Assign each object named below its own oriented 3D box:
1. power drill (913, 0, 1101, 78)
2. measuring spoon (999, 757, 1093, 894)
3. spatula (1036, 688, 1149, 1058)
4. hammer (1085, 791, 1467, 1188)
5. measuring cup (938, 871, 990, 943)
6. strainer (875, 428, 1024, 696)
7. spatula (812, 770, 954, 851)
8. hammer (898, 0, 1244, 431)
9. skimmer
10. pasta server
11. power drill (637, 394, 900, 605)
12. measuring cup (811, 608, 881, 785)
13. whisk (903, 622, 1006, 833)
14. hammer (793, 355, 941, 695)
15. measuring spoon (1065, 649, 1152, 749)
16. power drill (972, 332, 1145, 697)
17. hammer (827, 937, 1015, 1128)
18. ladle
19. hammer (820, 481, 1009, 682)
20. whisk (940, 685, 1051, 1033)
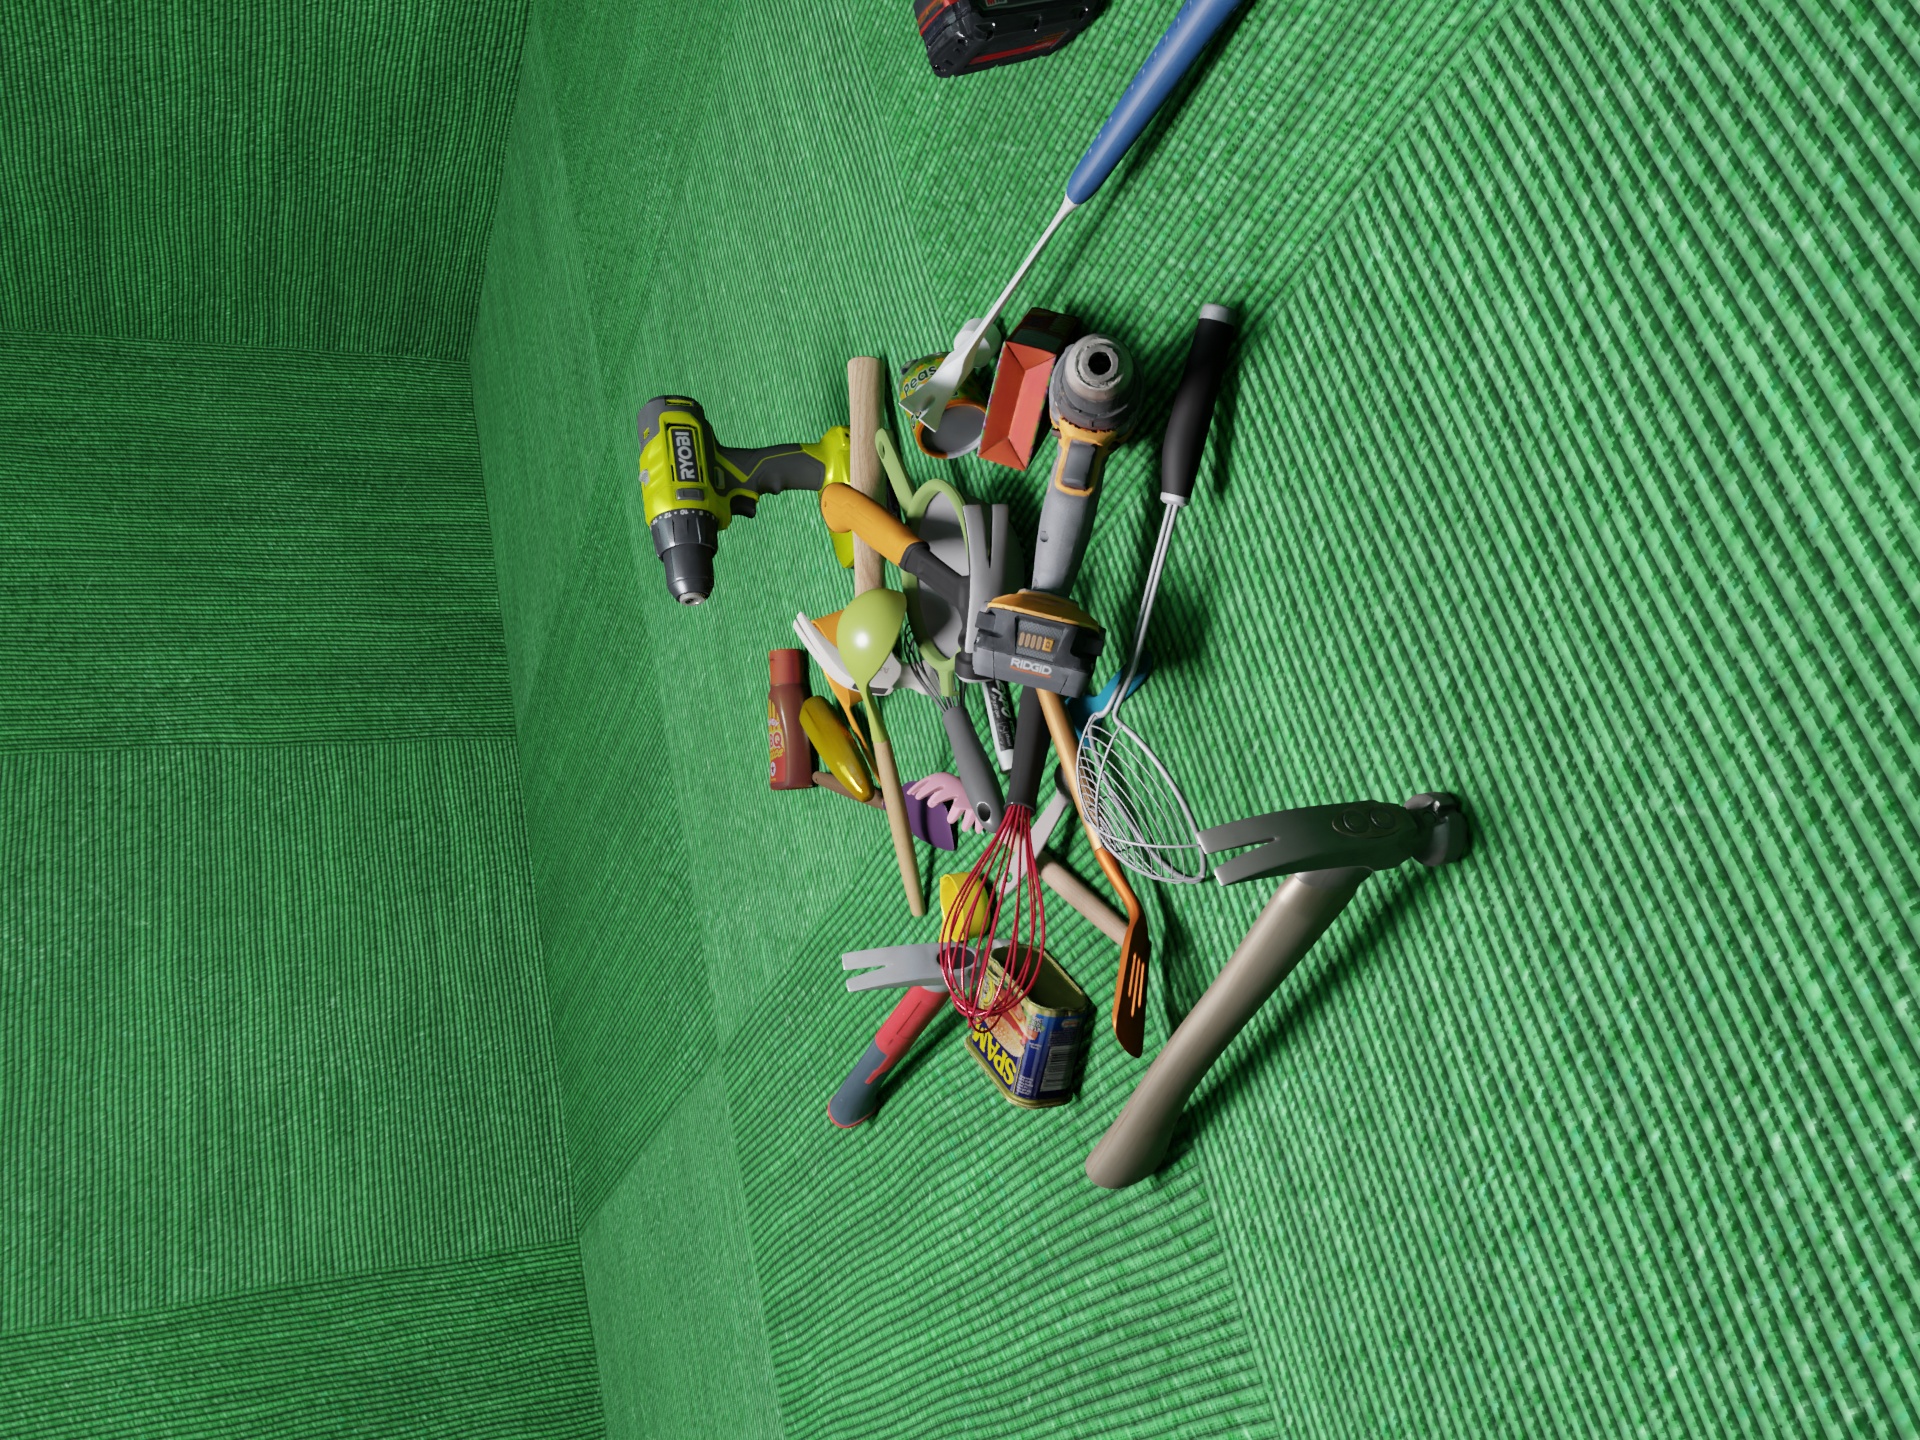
[{"bbox_3d":[0.025,-0.589,1.117,0.080,0.188,0.226,0,110,68],"label":"power drill"},{"bbox_3d":[0.057,0.077,1.175,0.124,0.018,0.034,-59,39,14],"label":"measuring spoon"},{"bbox_3d":[0.084,0.071,1.102,0.081,0.041,0.323,51,-161,-61],"label":"spatula"},{"bbox_3d":[0.141,0.180,0.938,0.410,0.146,0.038,111,146,-47],"label":"hammer"},{"bbox_3d":[-0.001,0.186,1.355,0.156,0.029,0.062,100,154,-48],"label":"measuring cup"},{"bbox_3d":[-0.006,-0.153,1.285,0.151,0.069,0.257,108,150,-44],"label":"strainer"},{"bbox_3d":[-0.078,0.072,1.504,0.316,0.018,0.059,12,115,63],"label":"spatula"},{"bbox_3d":[0.074,-0.350,1.089,0.405,0.035,0.144,-46,9,49],"label":"hammer"},{"bbox_3d":[0.147,-0.075,1.017,0.127,0.090,0.363,-151,73,-66],"label":"skimmer"},{"bbox_3d":[0.049,0.108,1.221,0.040,0.060,0.316,-53,35,0],"label":"pasta server"},{"bbox_3d":[-0.177,-0.196,1.450,0.080,0.228,0.191,140,124,-59],"label":"power drill"},{"bbox_3d":[-0.085,-0.024,1.493,0.173,0.052,0.095,69,166,-19],"label":"measuring cup"},{"bbox_3d":[-0.001,-0.004,1.291,0.055,0.055,0.239,114,147,-42],"label":"whisk"},{"bbox_3d":[-0.084,-0.180,1.420,0.031,0.130,0.331,131,140,-61],"label":"hammer"},{"bbox_3d":[0.099,-0.017,1.125,0.128,0.021,0.042,130,132,-57],"label":"measuring spoon"},{"bbox_3d":[0.069,-0.131,1.013,0.185,0.084,0.226,-17,-59,-87],"label":"power drill"},{"bbox_3d":[-0.075,0.284,1.394,0.386,0.143,0.038,120,143,-54],"label":"hammer"},{"bbox_3d":[-0.051,0.035,1.353,0.078,0.062,0.320,-106,5,-60],"label":"ladle"},{"bbox_3d":[-0.045,-0.142,1.242,0.337,0.034,0.127,-138,46,-59],"label":"hammer"},{"bbox_3d":[0.039,0.080,1.127,0.073,0.073,0.296,133,154,-56],"label":"whisk"}]
